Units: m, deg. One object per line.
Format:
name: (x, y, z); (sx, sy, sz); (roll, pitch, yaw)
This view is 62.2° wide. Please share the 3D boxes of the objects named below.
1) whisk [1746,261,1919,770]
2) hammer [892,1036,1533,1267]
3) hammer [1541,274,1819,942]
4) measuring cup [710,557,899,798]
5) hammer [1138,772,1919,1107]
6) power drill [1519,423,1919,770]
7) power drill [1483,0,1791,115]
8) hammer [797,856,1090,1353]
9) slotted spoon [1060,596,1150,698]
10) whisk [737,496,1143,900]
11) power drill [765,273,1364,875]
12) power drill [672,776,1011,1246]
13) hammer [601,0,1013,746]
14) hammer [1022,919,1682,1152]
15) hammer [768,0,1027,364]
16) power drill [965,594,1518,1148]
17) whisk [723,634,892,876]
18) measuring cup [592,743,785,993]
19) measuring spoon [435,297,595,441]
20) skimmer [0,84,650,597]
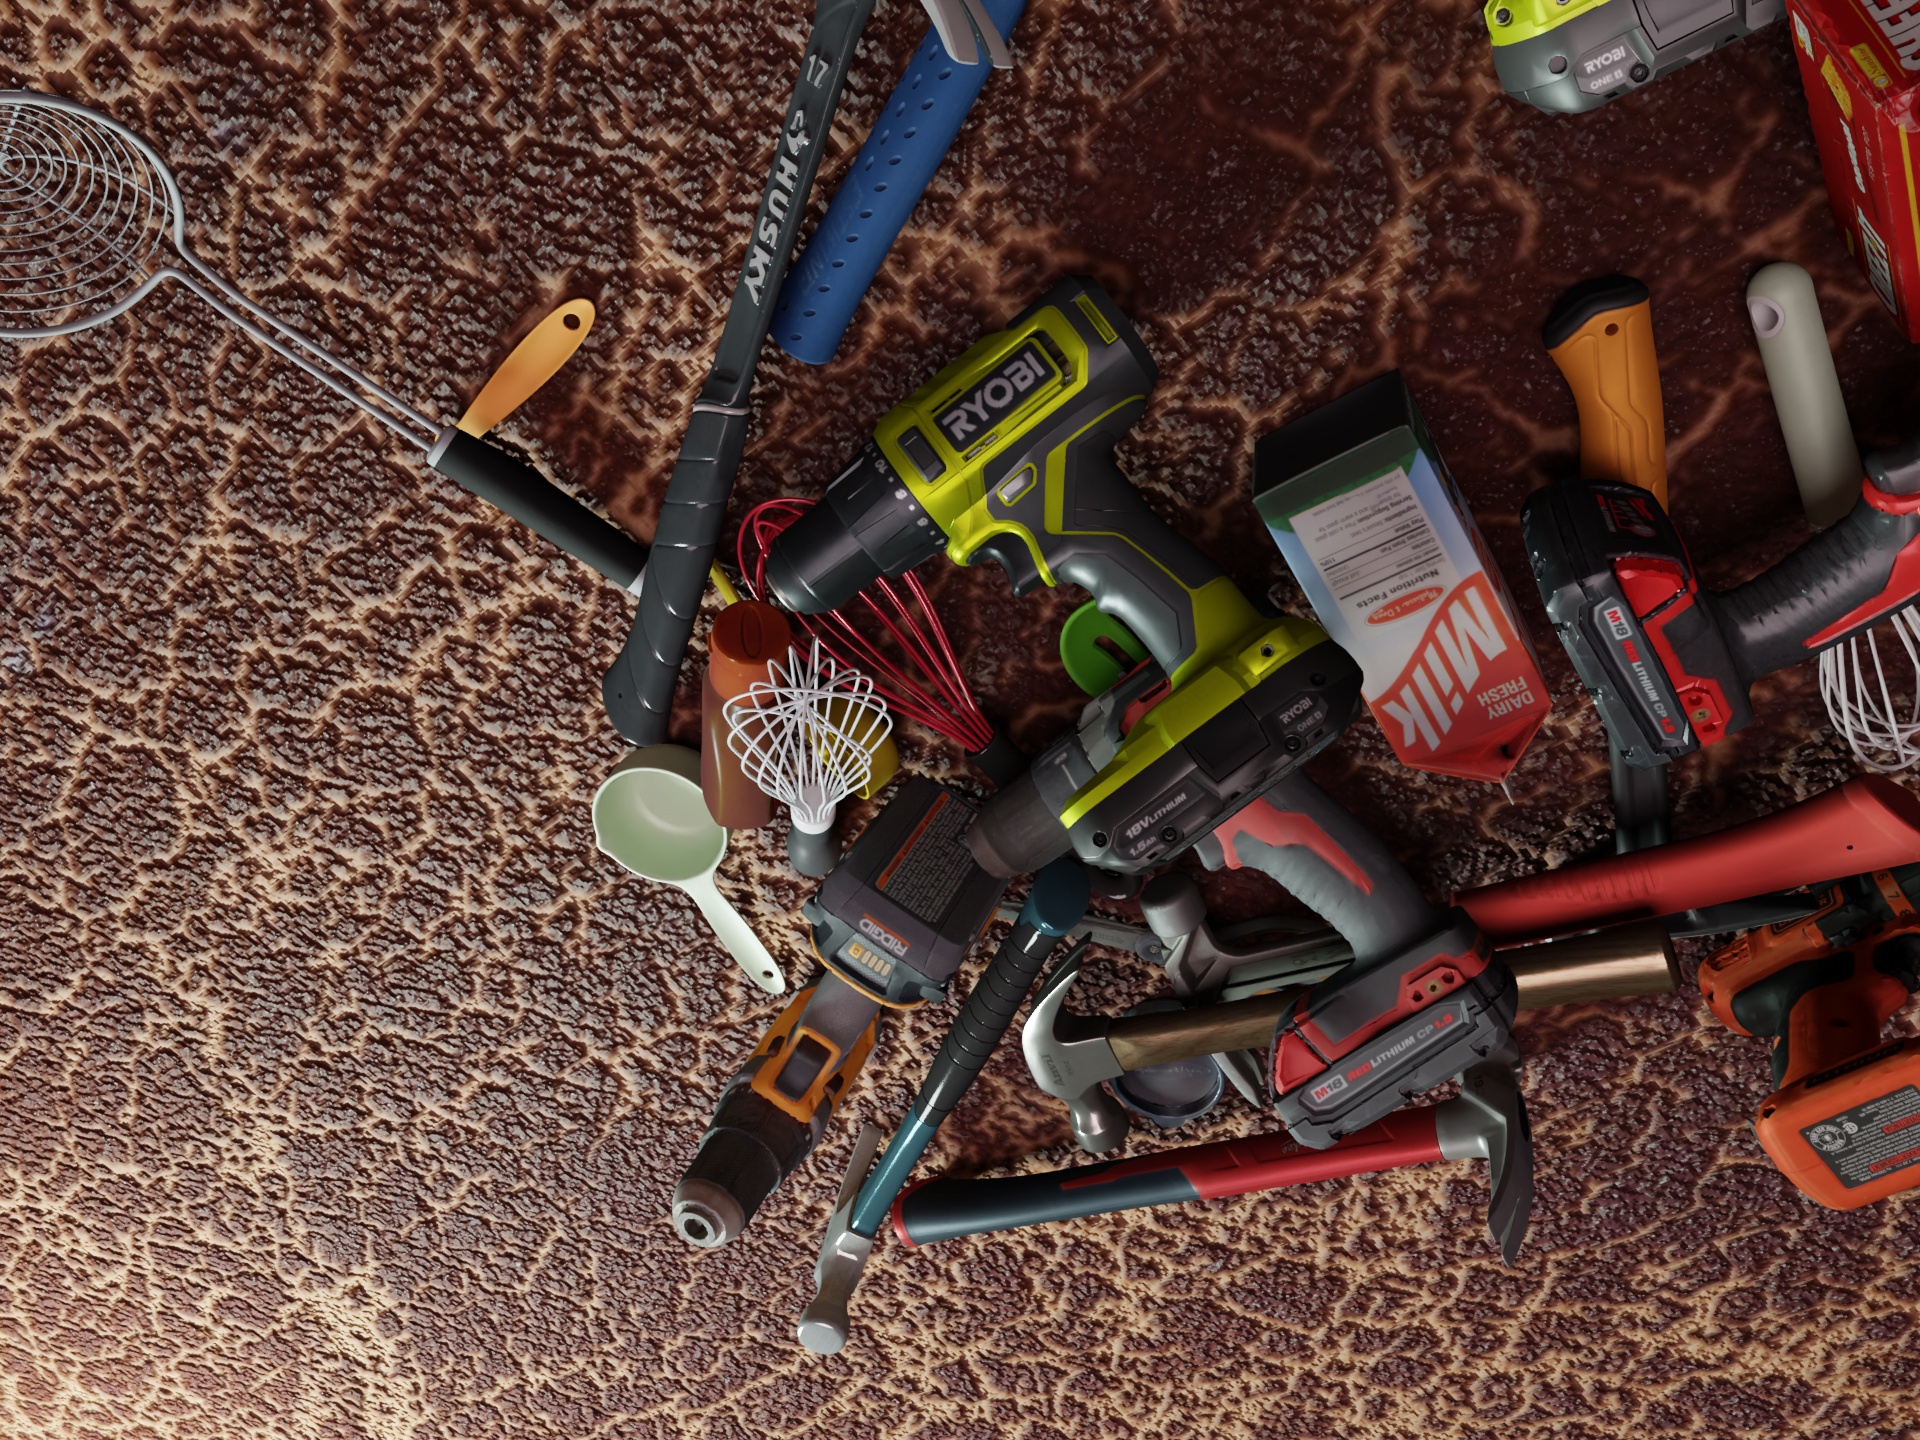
whisk: (0.382, -0.083, 0.685); (0.059, 0.058, 0.246); (-32, 111, -11)
hammer: (0.126, 0.269, 0.904); (0.386, 0.143, 0.038); (-18, 113, 25)
hammer: (0.316, -0.038, 0.727); (0.127, 0.034, 0.336); (-9, 119, 17)
measuring cup: (-0.082, -0.031, 0.813); (0.029, 0.062, 0.156); (-35, 99, -17)
hammer: (0.276, 0.101, 0.783); (0.359, 0.037, 0.149); (-18, 116, 27)
power drill: (0.344, -0.078, 0.620); (0.219, 0.079, 0.143); (-24, 121, 25)
power drill: (0.223, -0.341, 0.536); (0.171, 0.080, 0.223); (-22, 112, 23)
hammer: (-0.011, 0.209, 0.894); (0.033, 0.128, 0.331); (25, 120, -5)
slotted spoon: (0.162, 0.045, 0.814); (0.070, 0.031, 0.313); (-33, 112, 27)
whisk: (-0.001, -0.003, 0.802); (0.073, 0.073, 0.295); (-32, 117, 26)
power drill: (0.041, -0.050, 0.678); (0.190, 0.080, 0.229); (-37, 78, 8)
power drill: (-0.068, 0.158, 0.831); (0.084, 0.185, 0.226); (33, 124, 3)
hammer: (-0.095, -0.151, 0.697); (0.149, 0.036, 0.408); (43, 129, 27)
hammer: (0.183, 0.144, 0.800); (0.331, 0.031, 0.130); (-16, 118, 26)
hammer: (0.028, -0.290, 0.586); (0.144, 0.035, 0.405); (56, 133, 20)
power drill: (0.126, 0.079, 0.738); (0.188, 0.080, 0.227); (-36, 83, 18)
whisk: (-0.069, 0.033, 0.759); (0.070, 0.070, 0.284); (16, 161, 1)
measuring cup: (-0.139, 0.083, 0.892); (0.083, 0.038, 0.167); (-19, 118, 21)
measuring spoon: (-0.215, -0.166, 0.771); (0.117, 0.011, 0.021); (-37, 116, 24)
skimmer: (-0.299, -0.147, 0.724); (0.363, 0.090, 0.127); (34, 121, -19)
